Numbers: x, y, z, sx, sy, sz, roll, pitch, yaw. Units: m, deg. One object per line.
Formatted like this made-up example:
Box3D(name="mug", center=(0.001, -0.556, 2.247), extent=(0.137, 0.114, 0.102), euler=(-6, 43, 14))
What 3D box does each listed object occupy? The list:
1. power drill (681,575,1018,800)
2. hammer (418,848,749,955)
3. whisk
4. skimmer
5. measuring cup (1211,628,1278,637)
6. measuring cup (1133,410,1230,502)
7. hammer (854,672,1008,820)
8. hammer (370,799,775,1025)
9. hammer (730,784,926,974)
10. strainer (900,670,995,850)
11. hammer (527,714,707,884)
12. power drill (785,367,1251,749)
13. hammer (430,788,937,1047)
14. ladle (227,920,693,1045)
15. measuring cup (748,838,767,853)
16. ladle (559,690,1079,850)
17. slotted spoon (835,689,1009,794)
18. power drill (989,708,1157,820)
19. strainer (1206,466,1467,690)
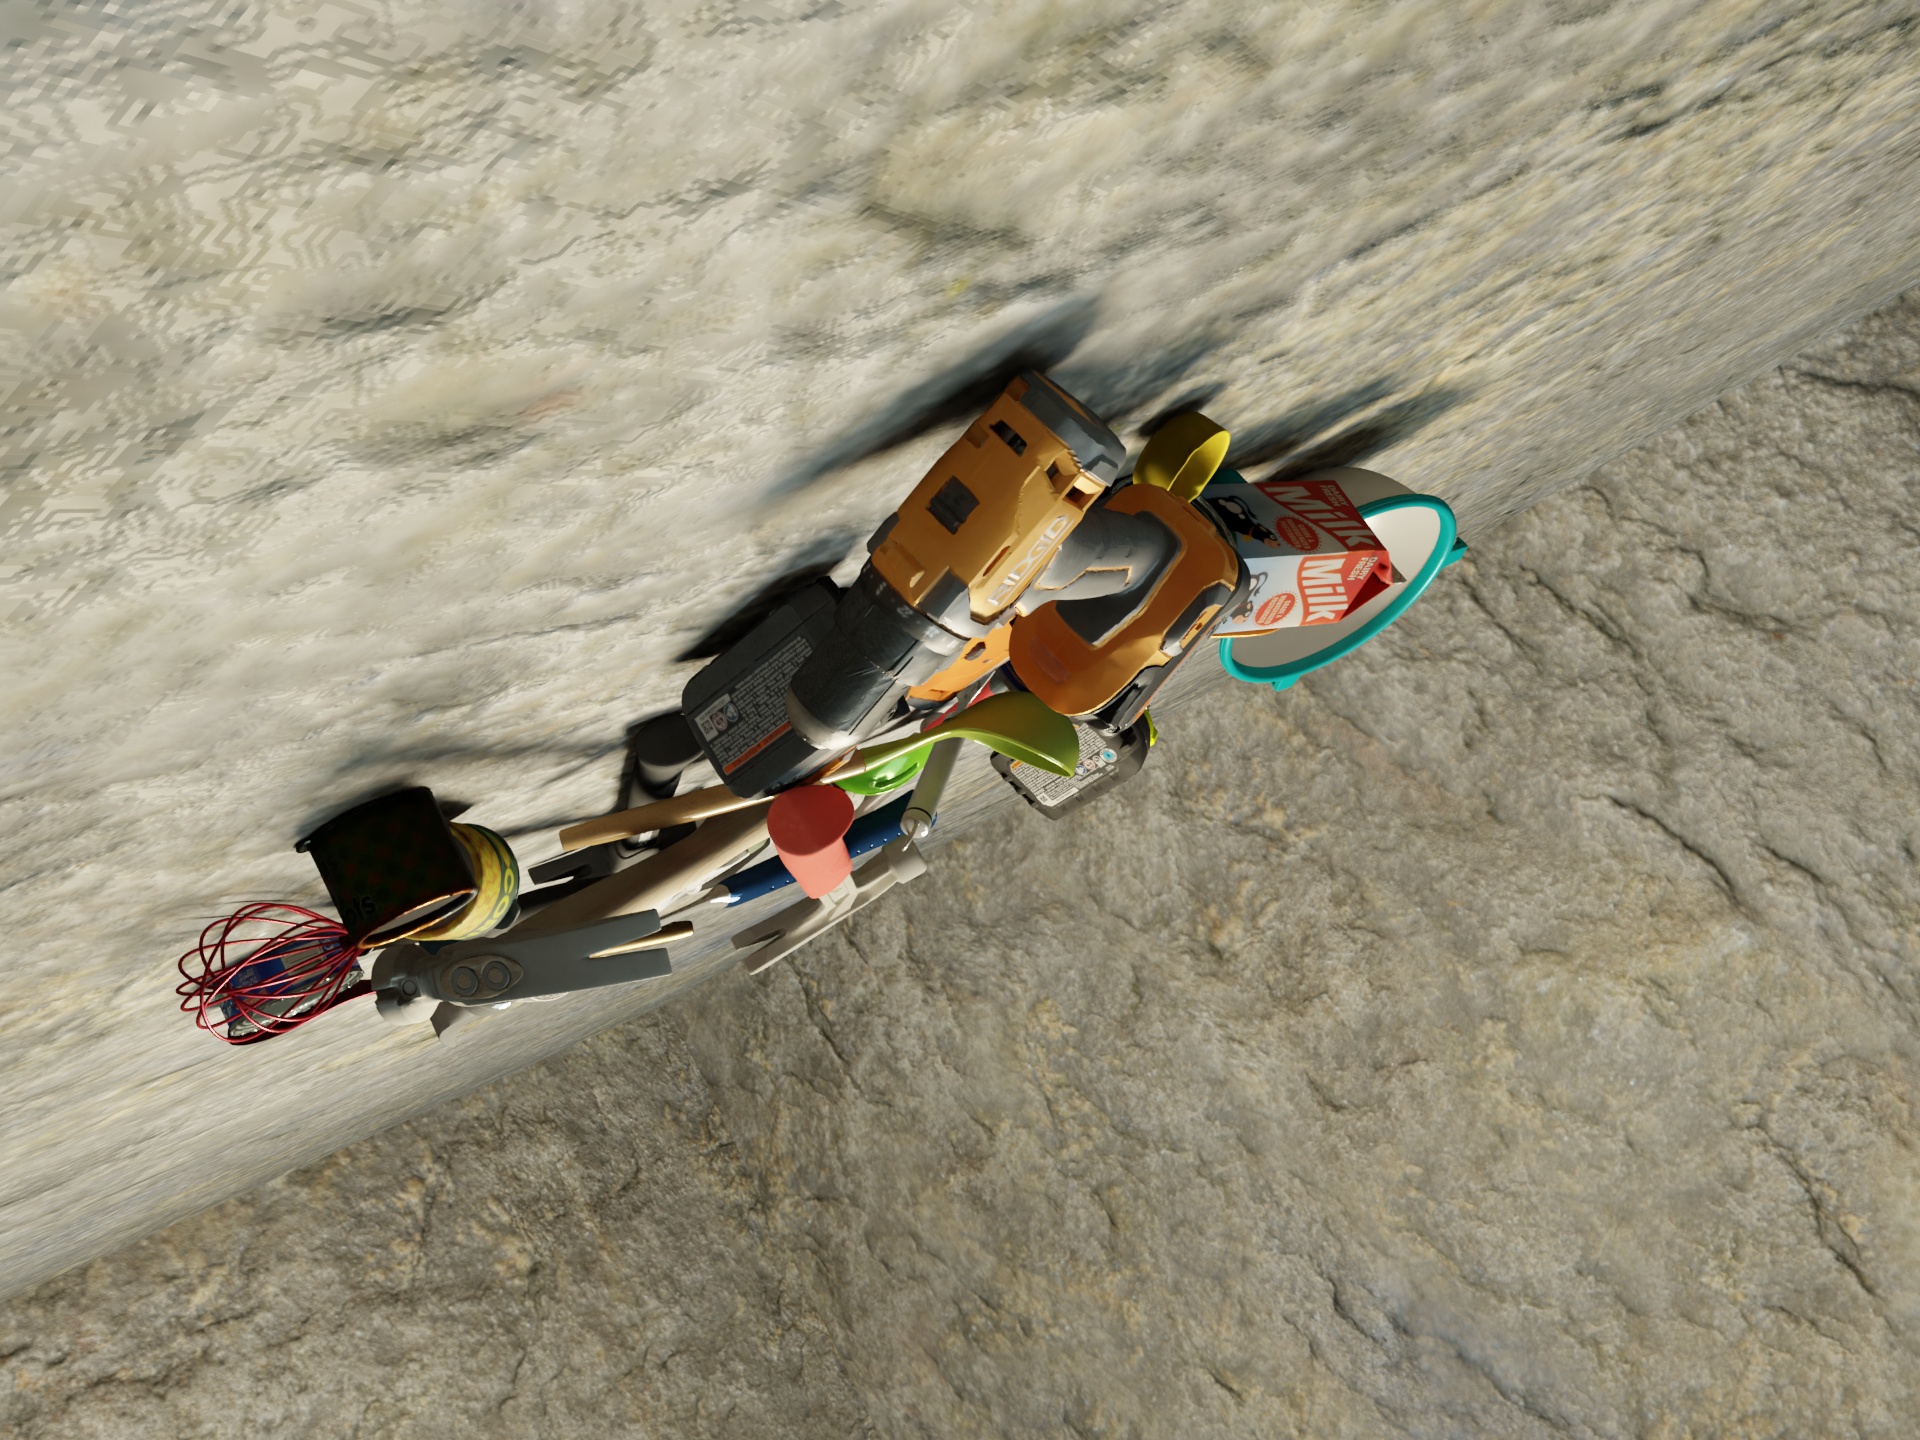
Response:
Box3D(name="power drill", center=(-0.026, -0.045, 0.875), extent=(0.164, 0.084, 0.226), euler=(-34, 175, 37))
Box3D(name="hammer", center=(-0.248, 0.118, 1.075), extent=(0.128, 0.033, 0.331), euler=(-31, 173, 19))
Box3D(name="whisk", center=(-0.363, 0.131, 0.932), extent=(0.073, 0.073, 0.296), euler=(-29, 178, 5))
Box3D(name="skimmer", center=(-0.297, 0.151, 1.438), extent=(0.127, 0.090, 0.363), euler=(-37, 179, 37))
Box3D(name="measuring cup", center=(0.134, -0.070, 1.095), extent=(0.173, 0.095, 0.052), euler=(-1, 173, 15))
Box3D(name="measuring cup", center=(0.084, -0.107, 0.867), extent=(0.156, 0.029, 0.062), euler=(-46, 163, -1))
Box3D(name="hammer", center=(0.032, -0.029, 1.275), extent=(0.143, 0.038, 0.386), euler=(-40, 180, -40))
Box3D(name="hammer", center=(-0.170, 0.091, 0.933), extent=(0.146, 0.038, 0.410), euler=(-11, -175, 13))
Box3D(name="hammer", center=(-0.093, 0.096, 0.982), extent=(0.149, 0.037, 0.359), euler=(-30, 170, -7))
Box3D(name="strainer", center=(-0.002, -0.003, 1.079), extent=(0.087, 0.050, 0.259), euler=(-49, -168, 41))
Box3D(name="hammer", center=(-0.215, 0.059, 1.063), extent=(0.146, 0.035, 0.334), euler=(-26, 173, -20))
Box3D(name="power drill", center=(0.029, -0.051, 0.743), extent=(0.185, 0.084, 0.226), euler=(-49, 154, 13))
Box3D(name="hammer", center=(-0.178, 0.126, 1.099), extent=(0.405, 0.035, 0.144), euler=(-21, 172, -41))
Box3D(name="ladle", center=(-0.342, 0.174, 1.103), extent=(0.315, 0.031, 0.069), euler=(-9, -161, -15))
Box3D(name="measuring cup", center=(-0.170, 0.091, 1.439), extent=(0.167, 0.038, 0.083), euler=(-23, 172, -20))
Box3D(name="ladle", center=(-0.082, 0.043, 0.971), extent=(0.320, 0.062, 0.078), euler=(-15, 178, -9))
Box3D(name="slotted spoon", center=(0.048, -0.021, 1.176), extent=(0.314, 0.031, 0.070), euler=(-29, 169, -5))
Box3D(name="power drill", center=(0.114, -0.027, 1.292), extent=(0.171, 0.080, 0.223), euler=(-36, -165, 41))
Box3D(name="strainer", center=(0.245, -0.146, 1.214), extent=(0.211, 0.095, 0.340), euler=(-39, 149, 18))
